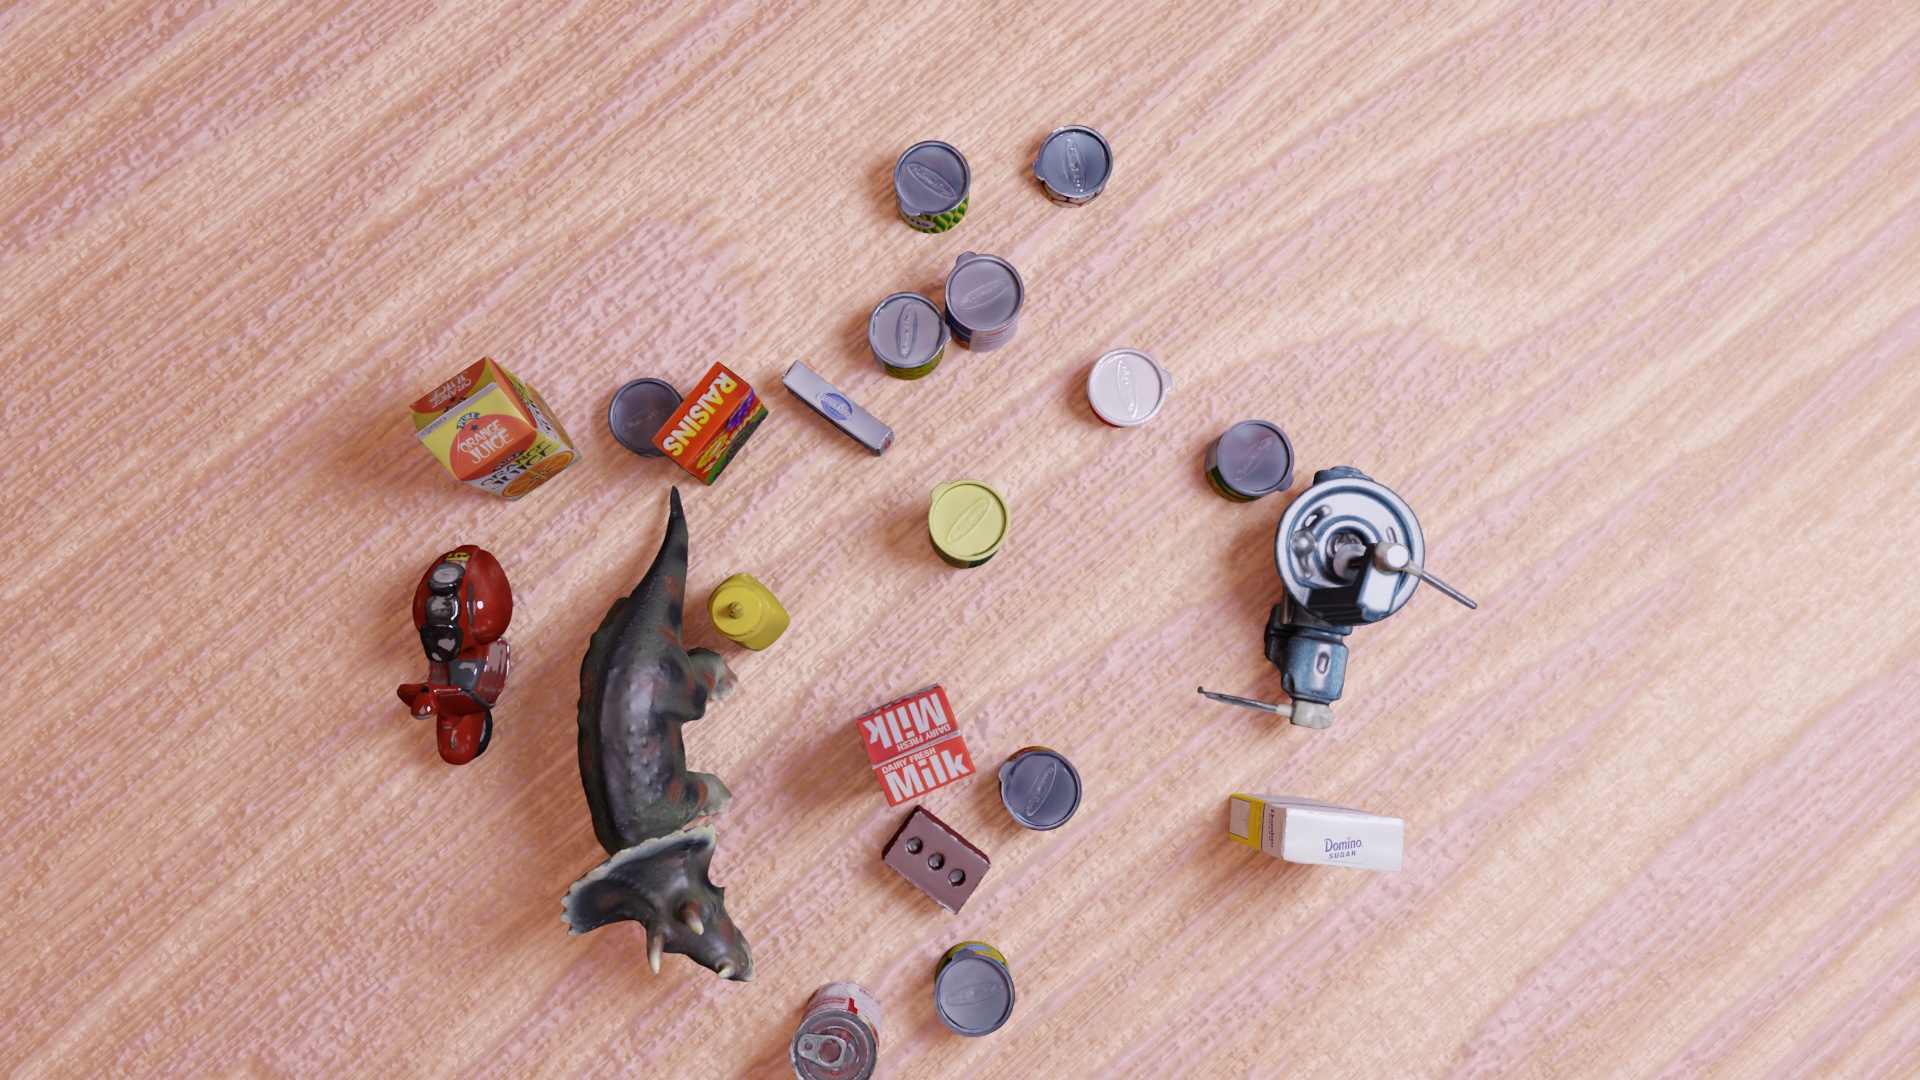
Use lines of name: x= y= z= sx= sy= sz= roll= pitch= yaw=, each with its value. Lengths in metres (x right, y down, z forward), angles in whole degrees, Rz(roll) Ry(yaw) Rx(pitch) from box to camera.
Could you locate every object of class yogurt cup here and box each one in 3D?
yogurt cup: x=0.141 y=-0.128 z=1.201 sx=0.072 sy=0.054 sz=0.072 roll=0 pitch=85 yaw=-1

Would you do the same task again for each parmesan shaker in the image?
parmesan shaker: x=0.004 y=-0.015 z=1.163 sx=0.071 sy=0.103 sz=0.071 roll=0 pitch=85 yaw=-1

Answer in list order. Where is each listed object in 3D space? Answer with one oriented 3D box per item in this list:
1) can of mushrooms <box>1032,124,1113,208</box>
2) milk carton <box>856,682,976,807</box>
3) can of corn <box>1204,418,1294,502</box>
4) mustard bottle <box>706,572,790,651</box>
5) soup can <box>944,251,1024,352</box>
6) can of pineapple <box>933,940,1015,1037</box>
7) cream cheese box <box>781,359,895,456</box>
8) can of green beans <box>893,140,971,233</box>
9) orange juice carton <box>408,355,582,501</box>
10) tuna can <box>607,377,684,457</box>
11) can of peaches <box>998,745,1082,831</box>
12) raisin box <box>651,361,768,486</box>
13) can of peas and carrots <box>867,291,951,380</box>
can of mushrooms: x=0.098 y=-0.330 z=1.229 sx=0.071 sy=0.033 sz=0.071 roll=0 pitch=85 yaw=-1
milk carton: x=-0.035 y=0.160 z=1.101 sx=0.072 sy=0.190 sz=0.073 roll=-22 pitch=86 yaw=-3
can of corn: x=0.249 y=-0.066 z=1.196 sx=0.071 sy=0.058 sz=0.071 roll=0 pitch=85 yaw=-1
mustard bottle: x=-0.176 y=0.057 z=1.123 sx=0.049 sy=0.160 sz=0.065 roll=-45 pitch=88 yaw=-4
soup can: x=0.018 y=-0.204 z=1.190 sx=0.071 sy=0.083 sz=0.071 roll=0 pitch=85 yaw=-1
can of pineapple: x=0.011 y=0.368 z=1.150 sx=0.071 sy=0.058 sz=0.071 roll=0 pitch=85 yaw=-1
cream cheese box: x=-0.104 y=-0.112 z=1.194 sx=0.104 sy=0.053 sz=0.024 roll=36 pitch=85 yaw=2
can of green beans: x=-0.025 y=-0.307 z=1.212 sx=0.071 sy=0.058 sz=0.071 roll=0 pitch=85 yaw=-1
orange juice carton: x=-0.374 y=-0.089 z=1.115 sx=0.072 sy=0.192 sz=0.073 roll=-34 pitch=87 yaw=-4
tuna can: x=-0.267 y=-0.103 z=1.199 sx=0.071 sy=0.033 sz=0.071 roll=0 pitch=85 yaw=-1
can of peaches: x=0.064 y=0.206 z=1.166 sx=0.071 sy=0.058 sz=0.071 roll=0 pitch=85 yaw=-1
raisin box: x=-0.205 y=-0.094 z=1.154 sx=0.040 sy=0.123 sz=0.086 roll=39 pitch=85 yaw=2
can of peas and carrots: x=-0.043 y=-0.175 z=1.198 sx=0.071 sy=0.058 sz=0.071 roll=0 pitch=85 yaw=-1
